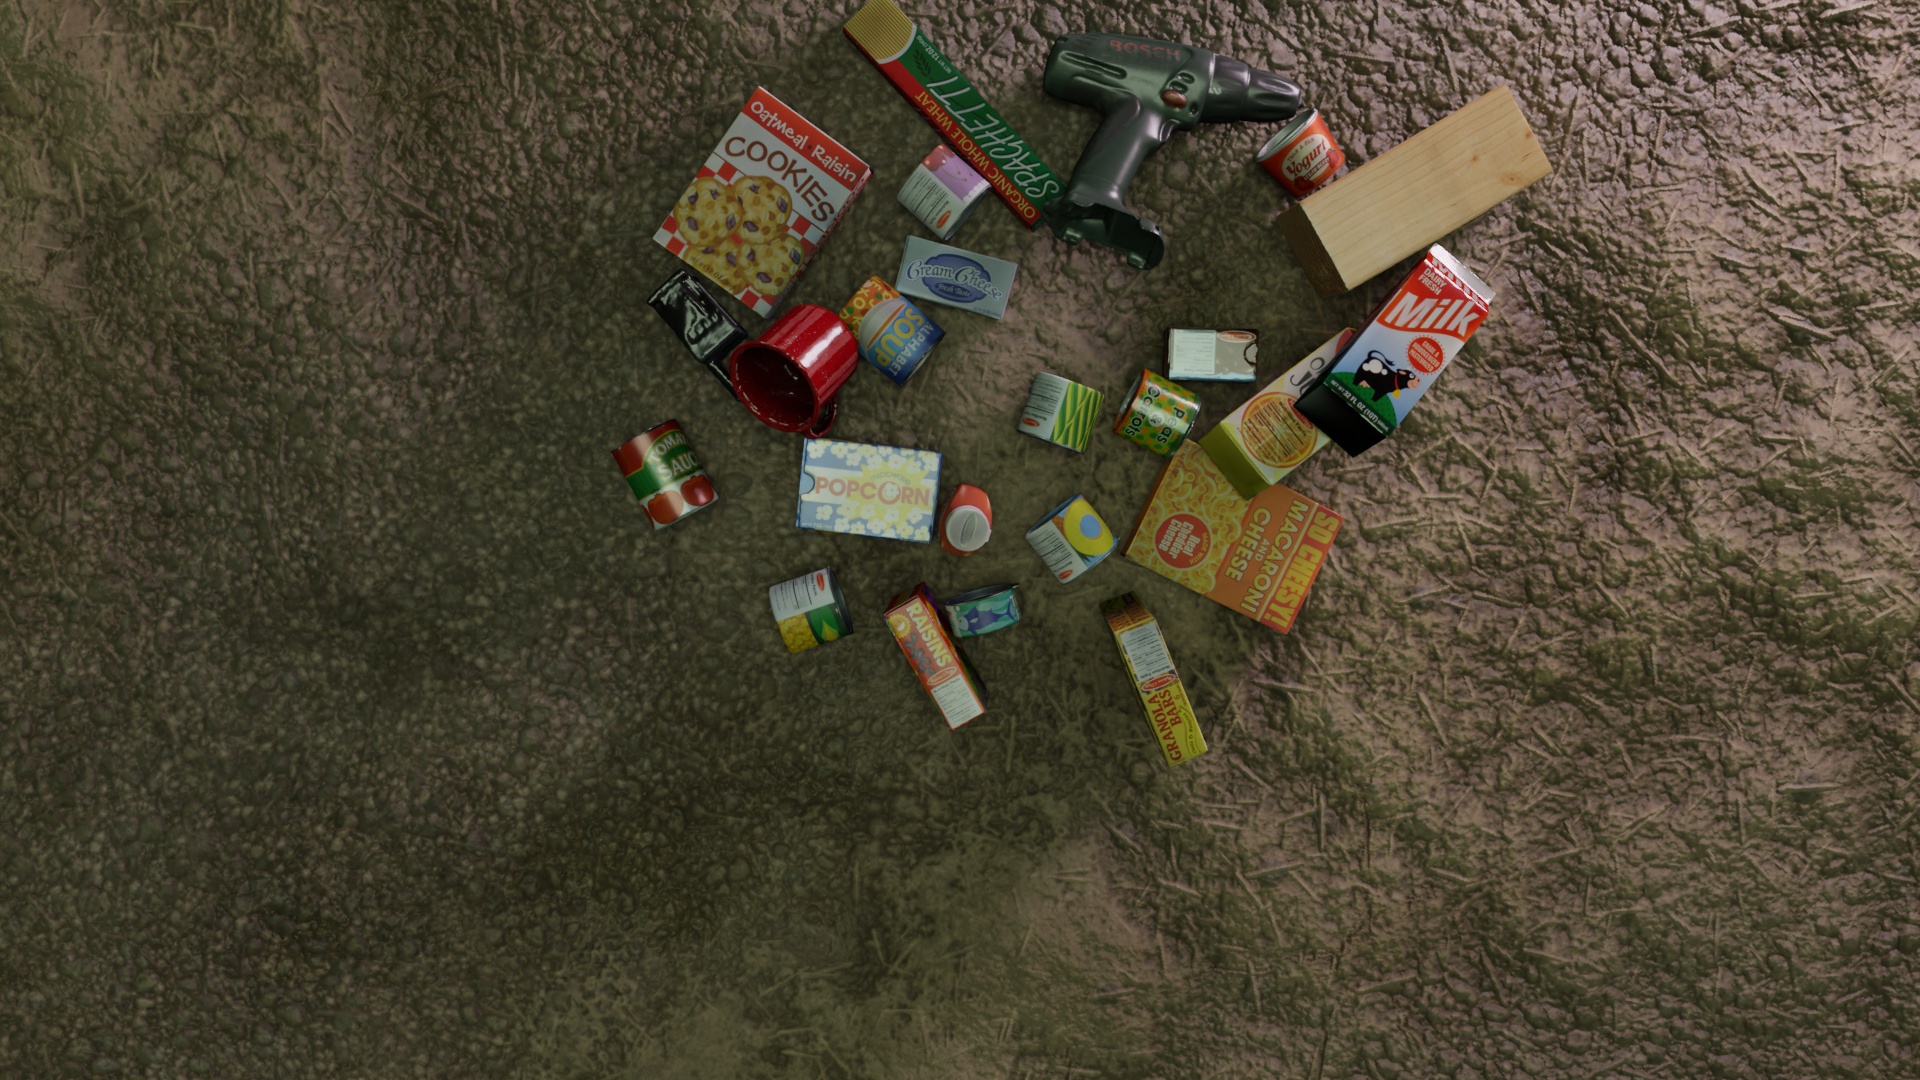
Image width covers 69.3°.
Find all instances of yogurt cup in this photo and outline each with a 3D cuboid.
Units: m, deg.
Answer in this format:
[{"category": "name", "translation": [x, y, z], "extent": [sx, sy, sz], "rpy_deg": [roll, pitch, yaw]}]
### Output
[{"category": "yogurt cup", "translation": [0.308, -0.347, 1.252], "extent": [0.072, 0.072, 0.054], "rpy_deg": [-43, 102, 2]}]

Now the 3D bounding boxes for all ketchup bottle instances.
[{"category": "ketchup bottle", "translation": [0.004, -0.015, 1.225], "extent": [0.043, 0.149, 0.064], "rpy_deg": [18, 94, -4]}]

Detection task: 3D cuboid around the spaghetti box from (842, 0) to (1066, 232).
[{"category": "spaghetti box", "translation": [-0.003, -0.388, 1.259], "extent": [0.050, 0.029, 0.250], "rpy_deg": [-44, 94, 2]}]

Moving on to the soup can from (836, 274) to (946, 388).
[{"category": "soup can", "translation": [-0.065, -0.189, 1.250], "extent": [0.084, 0.071, 0.071], "rpy_deg": [39, 93, -3]}]

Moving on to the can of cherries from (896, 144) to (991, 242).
[{"category": "can of cherries", "translation": [-0.014, -0.313, 1.248], "extent": [0.058, 0.071, 0.071], "rpy_deg": [40, 93, -3]}]

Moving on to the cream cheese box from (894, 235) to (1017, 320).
[{"category": "cream cheese box", "translation": [-0.005, -0.240, 1.272], "extent": [0.104, 0.024, 0.053], "rpy_deg": [15, 93, -2]}]

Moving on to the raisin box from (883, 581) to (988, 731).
[{"category": "raisin box", "translation": [-0.022, 0.104, 1.265], "extent": [0.040, 0.086, 0.123], "rpy_deg": [-29, 94, 6]}]

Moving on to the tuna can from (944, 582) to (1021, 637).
[{"category": "tuna can", "translation": [0.024, 0.063, 1.273], "extent": [0.071, 0.071, 0.032], "rpy_deg": [-15, 96, 0]}]

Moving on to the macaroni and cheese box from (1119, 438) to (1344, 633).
[{"category": "macaroni and cheese box", "translation": [0.251, -0.005, 1.286], "extent": [0.166, 0.040, 0.123], "rpy_deg": [26, 93, -2]}]

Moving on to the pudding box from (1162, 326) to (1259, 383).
[{"category": "pudding box", "translation": [0.230, -0.170, 1.278], "extent": [0.084, 0.030, 0.049], "rpy_deg": [1, 93, -1]}]

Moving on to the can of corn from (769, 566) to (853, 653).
[{"category": "can of corn", "translation": [-0.136, 0.066, 1.271], "extent": [0.058, 0.071, 0.071], "rpy_deg": [-19, 94, 1]}]

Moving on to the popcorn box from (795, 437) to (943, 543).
[{"category": "popcorn box", "translation": [-0.083, -0.047, 1.277], "extent": [0.127, 0.038, 0.085], "rpy_deg": [7, 95, -2]}]

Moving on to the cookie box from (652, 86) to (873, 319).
[{"category": "cookie box", "translation": [-0.177, -0.304, 1.257], "extent": [0.123, 0.040, 0.167], "rpy_deg": [35, 94, -3]}]

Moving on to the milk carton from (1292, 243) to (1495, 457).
[{"category": "milk carton", "translation": [0.377, -0.168, 1.183], "extent": [0.072, 0.073, 0.191], "rpy_deg": [42, 77, 2]}]

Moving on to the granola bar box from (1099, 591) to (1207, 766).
[{"category": "granola bar box", "translation": [0.167, 0.118, 1.230], "extent": [0.039, 0.166, 0.124], "rpy_deg": [-22, 94, 3]}]

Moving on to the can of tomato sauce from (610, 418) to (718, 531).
[{"category": "can of tomato sauce", "translation": [-0.266, -0.060, 1.257], "extent": [0.071, 0.071, 0.083], "rpy_deg": [-28, 95, 1]}]

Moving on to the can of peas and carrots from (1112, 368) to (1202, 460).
[{"category": "can of peas and carrots", "translation": [0.178, -0.114, 1.261], "extent": [0.059, 0.071, 0.071], "rpy_deg": [26, 93, -2]}]

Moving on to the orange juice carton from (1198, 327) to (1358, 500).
[{"category": "orange juice carton", "translation": [0.315, -0.124, 1.243], "extent": [0.193, 0.071, 0.073], "rpy_deg": [-37, 86, -11]}]

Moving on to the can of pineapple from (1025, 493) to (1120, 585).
[{"category": "can of pineapple", "translation": [0.103, -0.003, 1.271], "extent": [0.071, 0.071, 0.058], "rpy_deg": [-38, 94, 2]}]

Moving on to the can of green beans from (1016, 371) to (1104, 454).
[{"category": "can of green beans", "translation": [0.091, -0.116, 1.261], "extent": [0.071, 0.071, 0.057], "rpy_deg": [19, 93, -2]}]
